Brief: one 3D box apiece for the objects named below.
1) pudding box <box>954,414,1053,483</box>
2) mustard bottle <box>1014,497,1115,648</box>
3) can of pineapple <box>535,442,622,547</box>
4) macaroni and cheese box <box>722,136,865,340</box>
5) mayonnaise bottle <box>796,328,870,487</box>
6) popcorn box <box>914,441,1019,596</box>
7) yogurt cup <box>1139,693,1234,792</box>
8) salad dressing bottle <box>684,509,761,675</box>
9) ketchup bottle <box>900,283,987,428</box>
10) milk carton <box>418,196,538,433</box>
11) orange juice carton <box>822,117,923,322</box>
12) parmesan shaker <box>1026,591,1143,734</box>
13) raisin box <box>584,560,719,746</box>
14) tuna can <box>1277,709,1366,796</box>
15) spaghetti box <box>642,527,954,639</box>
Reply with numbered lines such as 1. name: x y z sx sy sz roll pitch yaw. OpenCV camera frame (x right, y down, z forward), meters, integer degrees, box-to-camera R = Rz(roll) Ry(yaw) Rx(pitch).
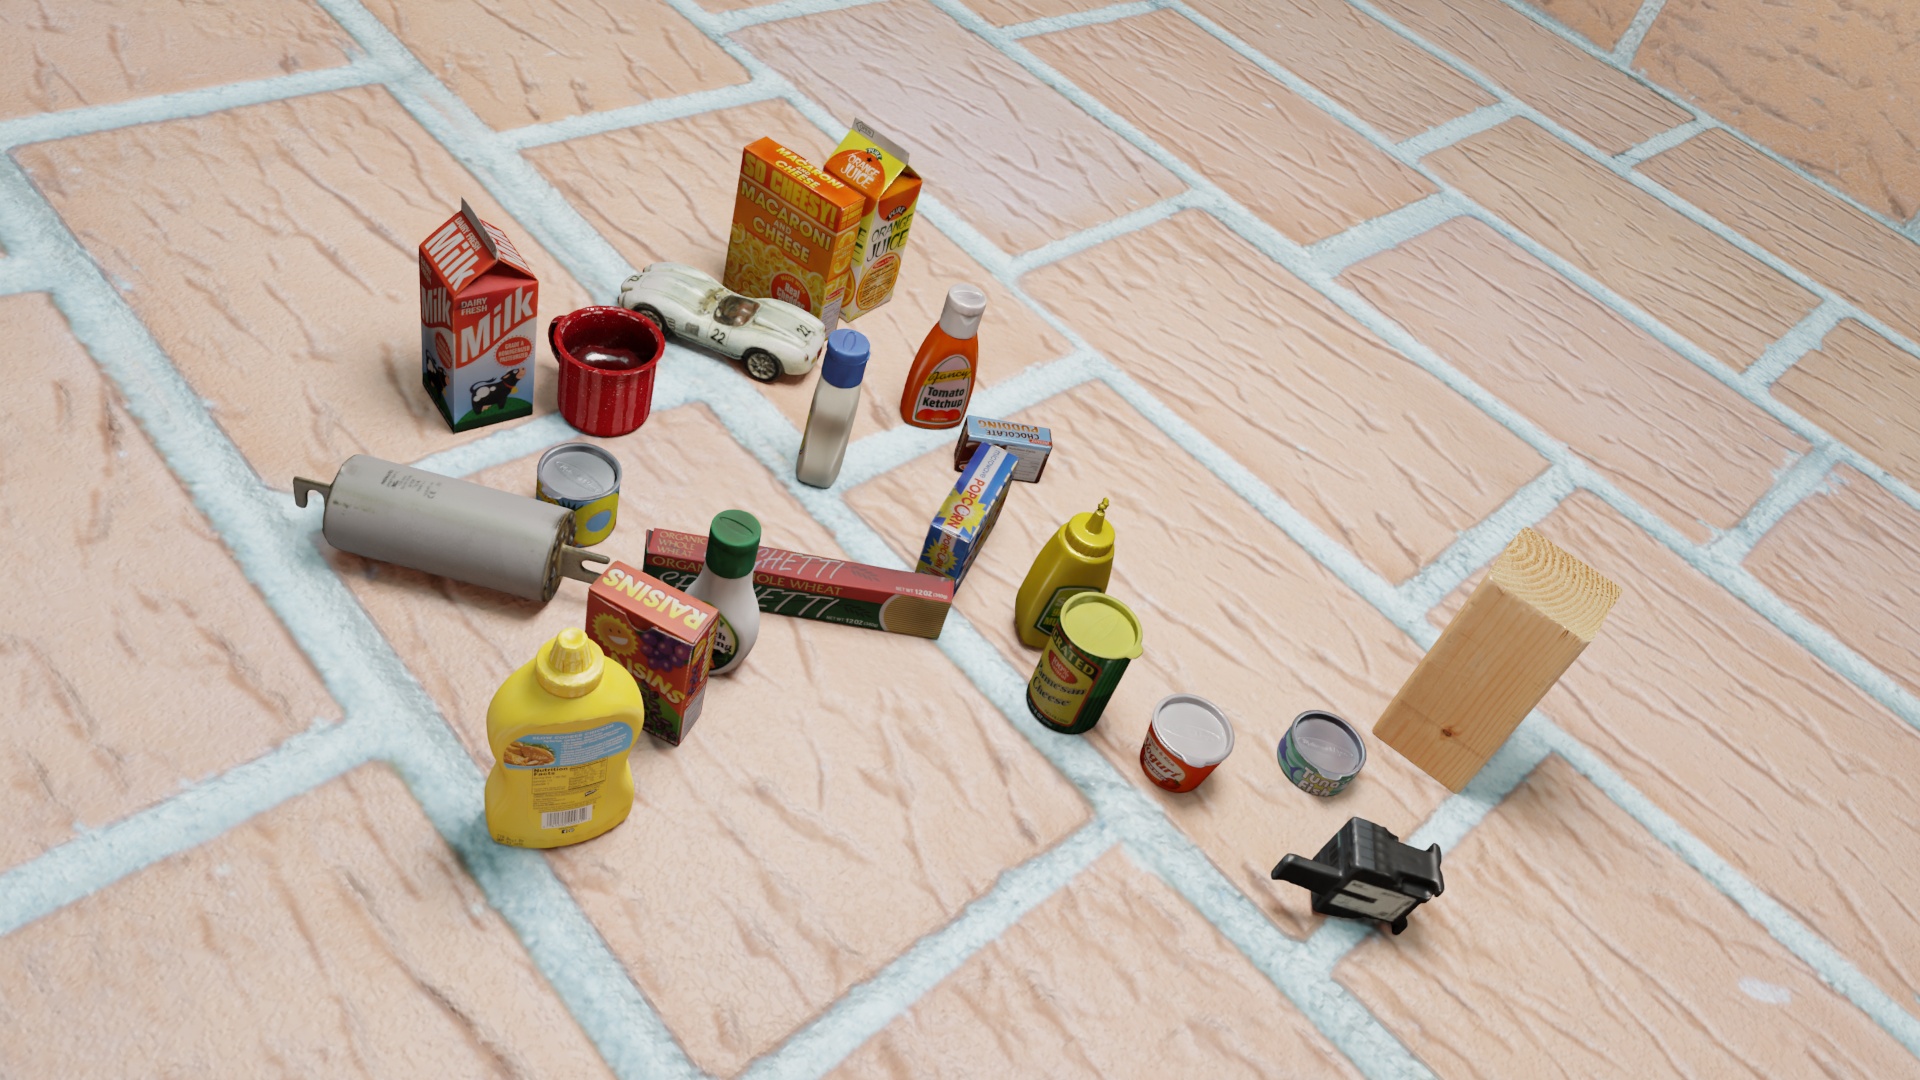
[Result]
1. pudding box: 0.040 -0.086 1.305 0.084 0.049 0.030 8 45 -12
2. mustard bottle: 0.091 0.024 1.135 0.065 0.159 0.049 2 46 -18
3. can of pineapple: -0.312 -0.036 1.127 0.071 0.057 0.071 10 44 -10
4. macaroni and cheese box: -0.165 -0.289 1.350 0.124 0.165 0.040 35 46 15
5. mayonnaise bottle: -0.111 -0.117 1.212 0.041 0.147 0.065 15 44 -5
6. popcorn box: 0.004 -0.015 1.197 0.038 0.084 0.127 25 44 6
7. yogurt cup: 0.177 0.163 1.104 0.072 0.053 0.073 10 44 -10
8. salad dressing bottle: -0.177 0.039 1.035 0.064 0.146 0.044 28 44 8
9. ketchup bottle: -0.011 -0.172 1.301 0.065 0.148 0.044 0 47 -20
10. milk carton: -0.399 -0.187 1.149 0.074 0.189 0.072 -20 56 -34
11. orange juice carton: -0.097 -0.322 1.388 0.072 0.191 0.073 37 46 17
12. parmesan shaker: 0.098 0.101 1.103 0.071 0.102 0.072 10 44 -10
13. raisin box: -0.225 0.082 0.993 0.086 0.122 0.040 26 44 7
14. tuna can: 0.298 0.178 1.147 0.071 0.032 0.071 10 44 -10
15. spaghetti box: -0.132 0.036 1.124 0.250 0.049 0.029 10 44 -10
